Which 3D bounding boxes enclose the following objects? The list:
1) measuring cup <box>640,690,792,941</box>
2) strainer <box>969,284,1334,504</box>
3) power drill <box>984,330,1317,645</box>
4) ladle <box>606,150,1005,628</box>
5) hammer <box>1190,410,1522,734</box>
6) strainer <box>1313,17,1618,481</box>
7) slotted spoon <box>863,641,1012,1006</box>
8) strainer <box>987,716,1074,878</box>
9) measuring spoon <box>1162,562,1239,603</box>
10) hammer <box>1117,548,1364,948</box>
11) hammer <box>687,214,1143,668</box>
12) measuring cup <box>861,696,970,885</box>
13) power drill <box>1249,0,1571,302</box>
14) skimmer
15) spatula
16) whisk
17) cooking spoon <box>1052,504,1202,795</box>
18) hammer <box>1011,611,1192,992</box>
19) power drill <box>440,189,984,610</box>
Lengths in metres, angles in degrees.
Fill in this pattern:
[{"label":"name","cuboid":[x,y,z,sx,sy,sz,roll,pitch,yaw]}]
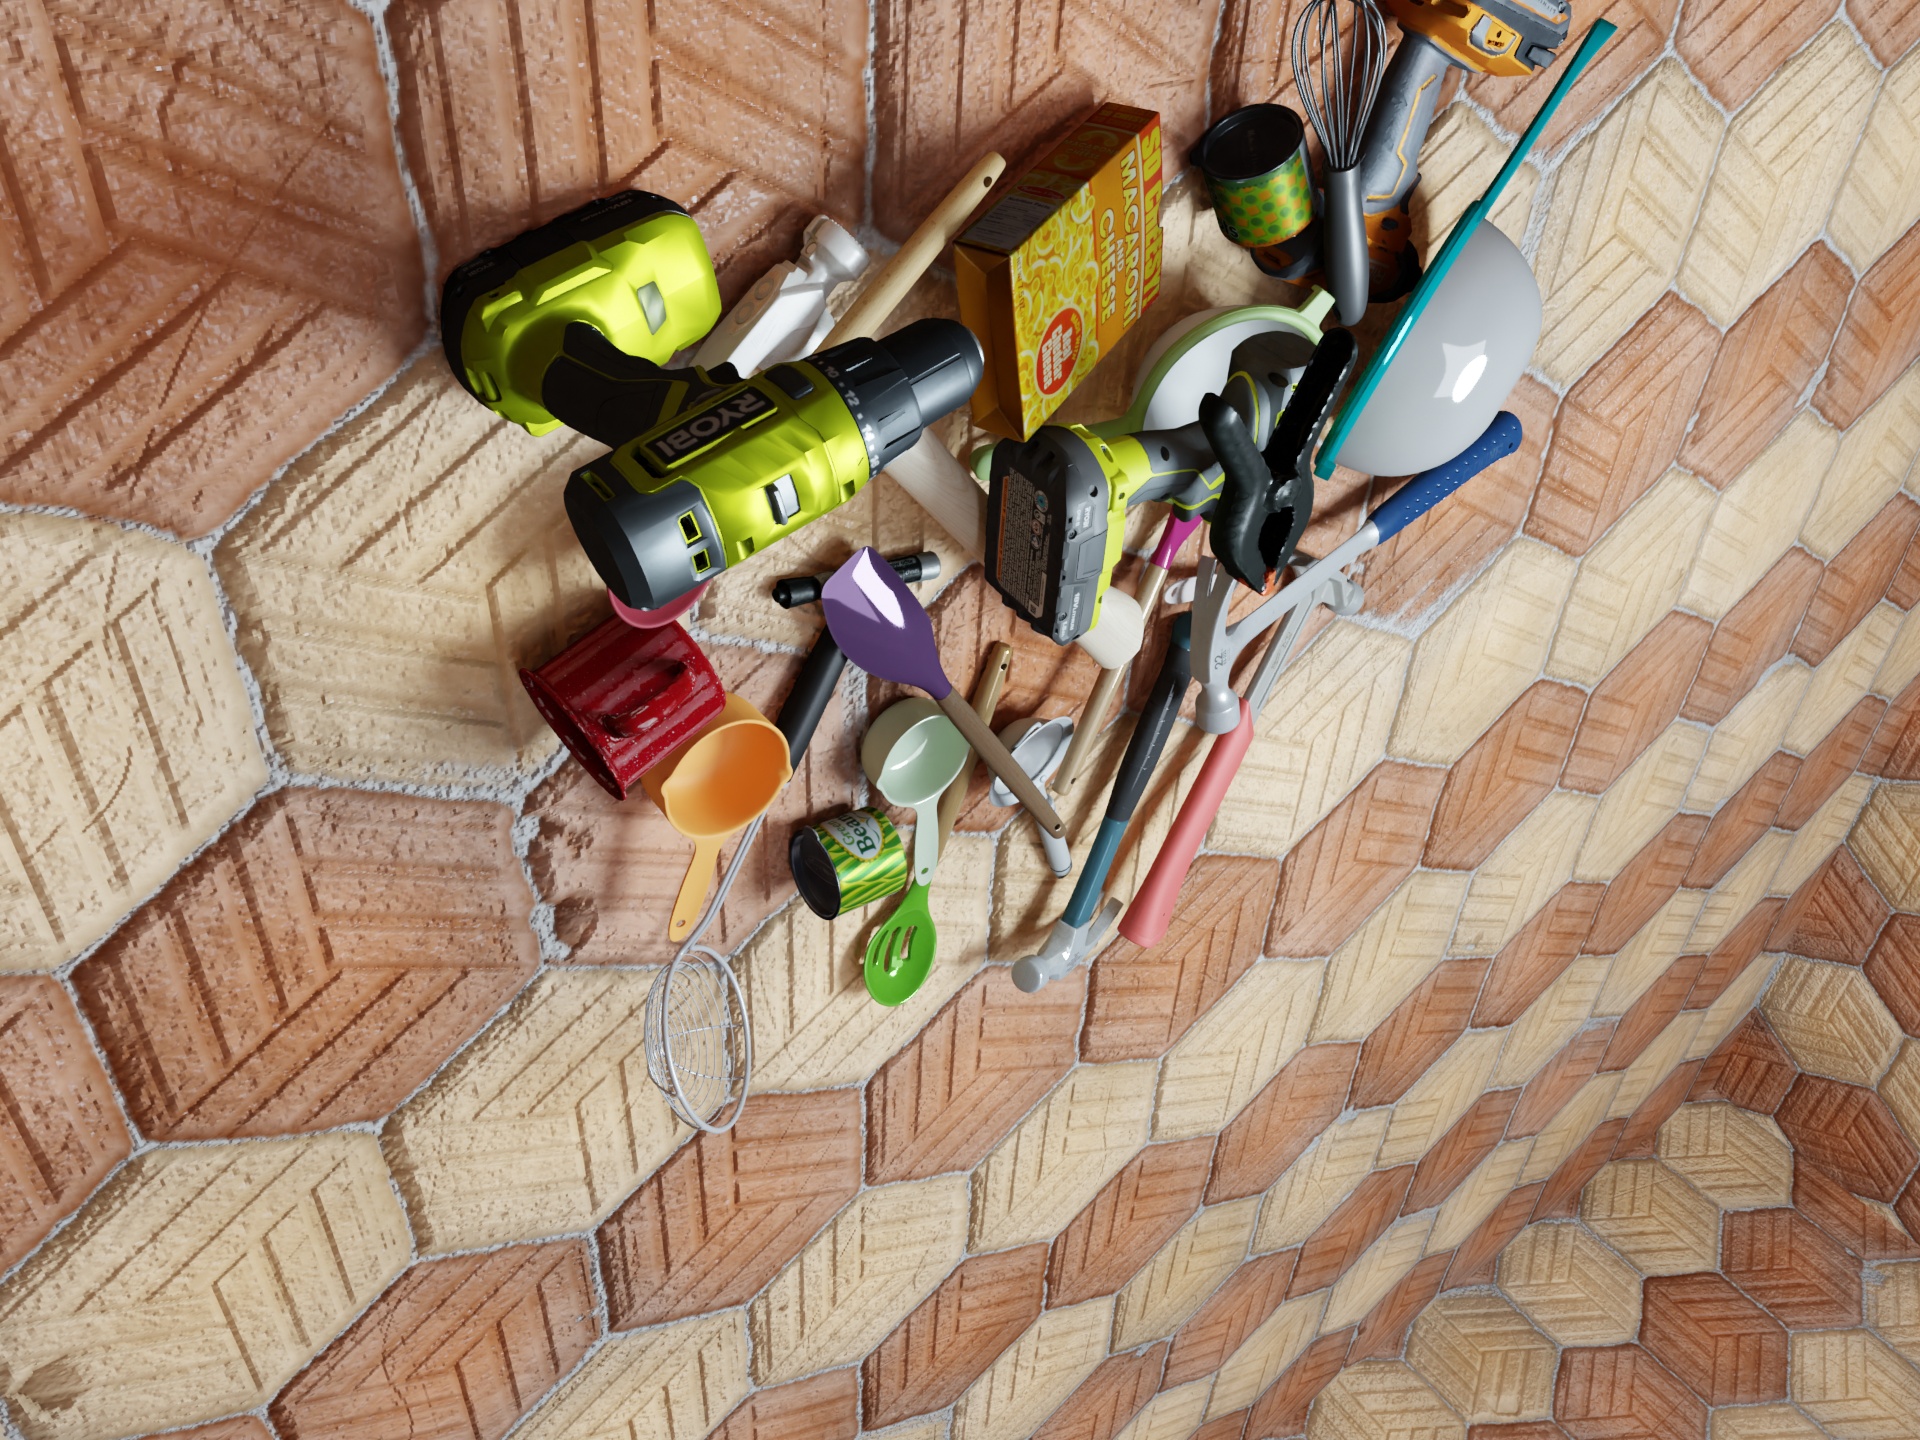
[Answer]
[{"label":"measuring cup","cuboid":[-0.170,0.059,1.008,0.095,0.052,0.173,-5,127,-41]},{"label":"strainer","cuboid":[0.121,-0.209,1.061,0.256,0.069,0.151,-15,135,-12]},{"label":"power drill","cuboid":[0.128,-0.137,1.004,0.223,0.080,0.171,-22,137,-27]},{"label":"ladle","cuboid":[-0.082,-0.179,0.846,0.315,0.031,0.069,-49,141,3]},{"label":"hammer","cuboid":[0.323,-0.149,1.274,0.405,0.035,0.143,-36,134,-27]},{"label":"strainer","cuboid":[0.374,-0.301,1.101,0.340,0.095,0.211,-60,172,25]},{"label":"slotted spoon","cuboid":[-0.014,0.082,1.196,0.070,0.031,0.313,-2,121,-39]},{"label":"strainer","cuboid":[0.060,0.062,1.241,0.087,0.050,0.258,-40,147,-14]},{"label":"measuring spoon","cuboid":[0.182,-0.106,1.212,0.124,0.018,0.034,-17,132,-52]},{"label":"hammer","cuboid":[0.219,0.027,1.337,0.149,0.037,0.359,14,105,-49]},{"label":"hammer","cuboid":[-0.006,-0.127,0.989,0.146,0.038,0.410,-49,137,3]},{"label":"measuring cup","cuboid":[-0.035,0.053,1.144,0.083,0.038,0.167,-26,138,-26]},{"label":"power drill","cuboid":[0.303,-0.386,1.061,0.164,0.084,0.226,2,125,-45]},{"label":"skimmer","cuboid":[-0.122,0.105,1.062,0.363,0.090,0.127,-64,172,15]},{"label":"spatula","cuboid":[-0.002,-0.003,1.082,0.060,0.018,0.315,-46,133,-6]},{"label":"whisk","cuboid":[0.233,-0.336,0.962,0.055,0.055,0.238,-37,142,-14]},{"label":"cooking spoon","cuboid":[0.135,-0.090,1.168,0.068,0.017,0.319,7,108,-58]},{"label":"hammer","cuboid":[0.133,0.066,1.298,0.128,0.033,0.331,-16,130,-60]},{"label":"power drill","cuboid":[-0.119,-0.159,0.725,0.190,0.229,0.080,-33,140,-19]}]
